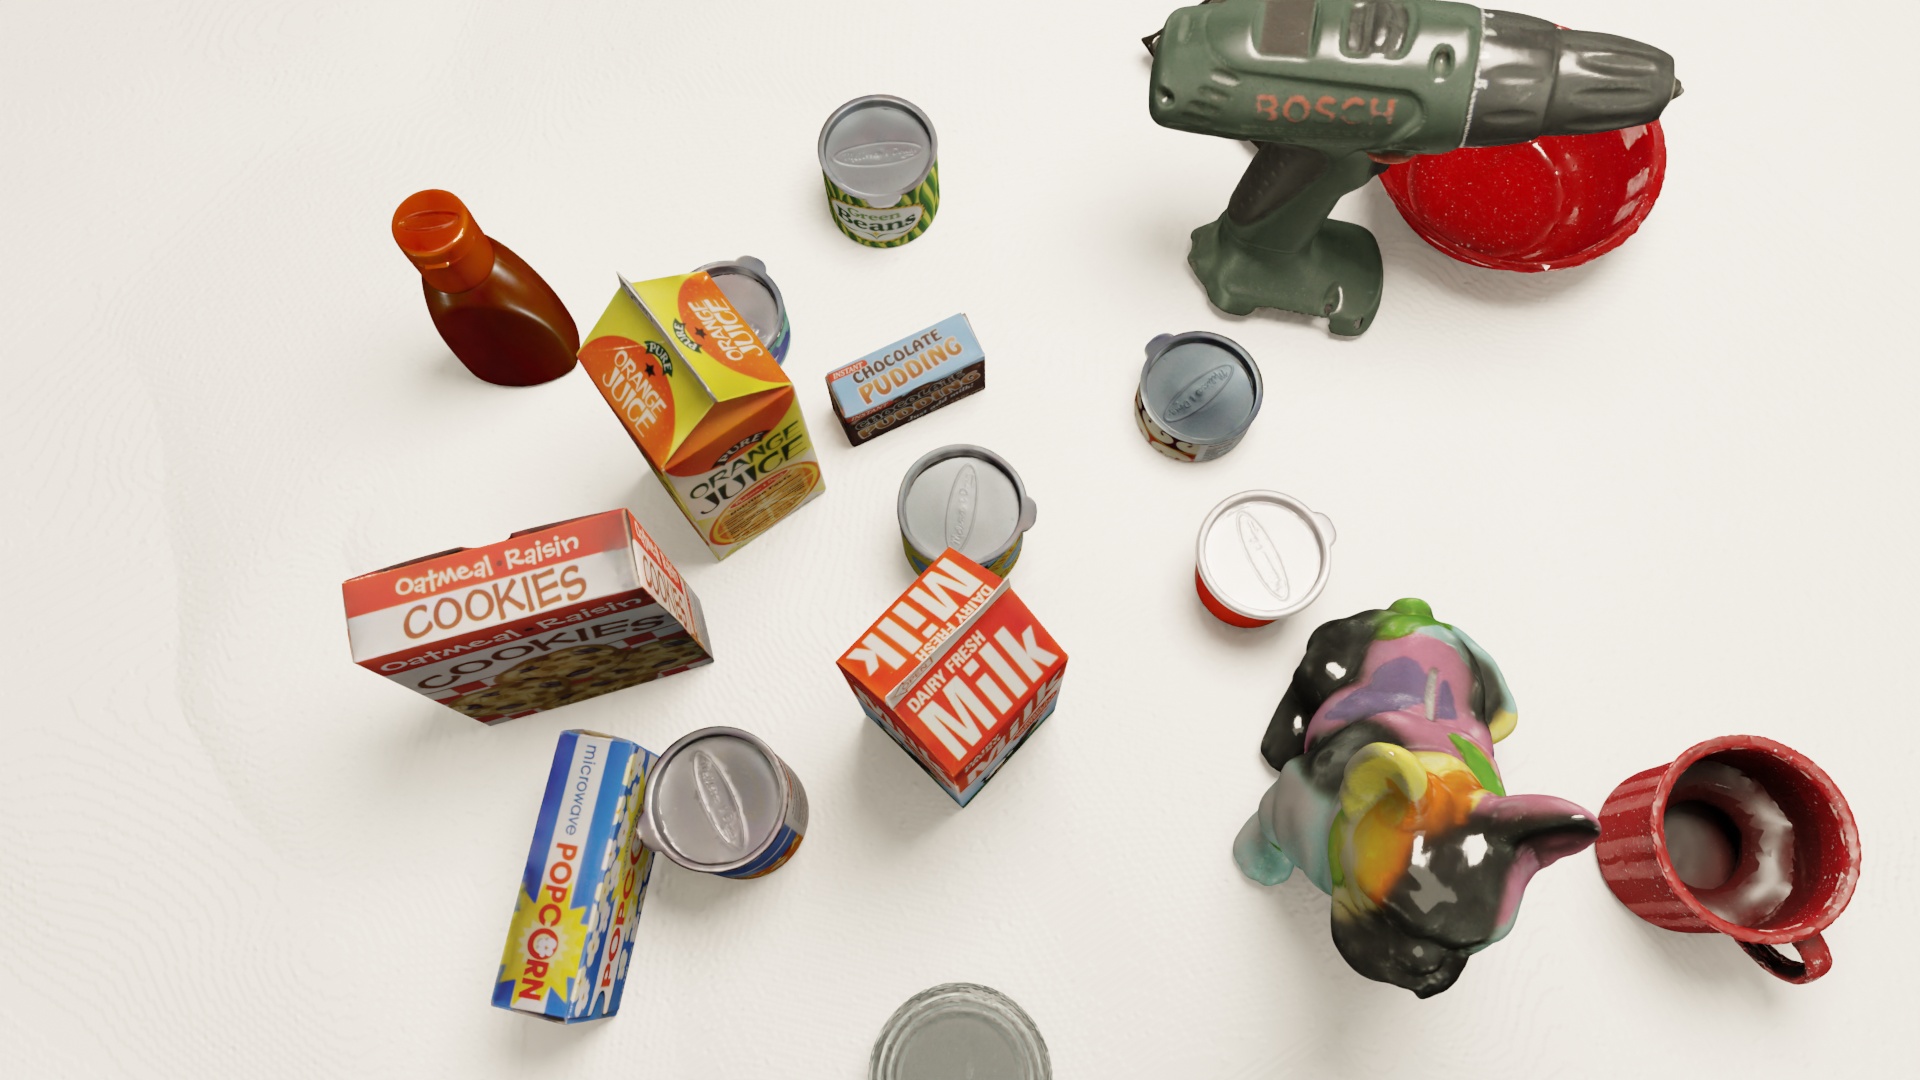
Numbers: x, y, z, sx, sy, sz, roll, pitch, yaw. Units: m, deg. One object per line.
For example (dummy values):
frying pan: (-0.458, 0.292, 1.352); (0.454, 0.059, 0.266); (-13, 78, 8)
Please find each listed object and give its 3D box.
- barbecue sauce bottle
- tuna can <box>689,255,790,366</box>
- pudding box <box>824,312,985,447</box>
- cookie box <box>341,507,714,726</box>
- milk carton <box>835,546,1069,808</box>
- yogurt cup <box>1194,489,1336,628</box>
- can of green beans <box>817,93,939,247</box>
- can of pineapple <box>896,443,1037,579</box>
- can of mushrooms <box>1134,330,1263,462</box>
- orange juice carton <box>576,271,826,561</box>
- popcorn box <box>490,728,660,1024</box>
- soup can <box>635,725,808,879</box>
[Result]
barbecue sauce bottle: (-0.246, -0.127, 0.715); (0.065, 0.148, 0.044); (-7, 74, -1)
tuna can: (-0.127, -0.121, 0.773); (0.071, 0.032, 0.071); (0, 73, 1)
pudding box: (-0.029, -0.087, 0.752); (0.084, 0.049, 0.030); (-25, 75, -7)
cookie box: (-0.194, 0.040, 0.654); (0.123, 0.167, 0.040); (-16, 74, -4)
milk carton: (-0.003, 0.064, 0.632); (0.073, 0.190, 0.072); (42, 78, 12)
yogurt cup: (0.152, 0.013, 0.717); (0.072, 0.053, 0.072); (0, 73, 1)
can of green beans: (-0.045, -0.207, 0.785); (0.071, 0.057, 0.071); (0, 73, 1)
can of pineapple: (0.003, -0.009, 0.724); (0.071, 0.057, 0.071); (0, 73, 1)
can of mushrooms: (0.127, -0.080, 0.757); (0.071, 0.033, 0.071); (0, 73, 1)
orange juice carton: (-0.123, -0.061, 0.671); (0.073, 0.192, 0.072); (-35, 76, -9)
popcorn box: (-0.176, 0.159, 0.660); (0.038, 0.085, 0.127); (9, 73, 4)
soup can: (-0.113, 0.129, 0.669); (0.071, 0.083, 0.071); (0, 73, 1)
